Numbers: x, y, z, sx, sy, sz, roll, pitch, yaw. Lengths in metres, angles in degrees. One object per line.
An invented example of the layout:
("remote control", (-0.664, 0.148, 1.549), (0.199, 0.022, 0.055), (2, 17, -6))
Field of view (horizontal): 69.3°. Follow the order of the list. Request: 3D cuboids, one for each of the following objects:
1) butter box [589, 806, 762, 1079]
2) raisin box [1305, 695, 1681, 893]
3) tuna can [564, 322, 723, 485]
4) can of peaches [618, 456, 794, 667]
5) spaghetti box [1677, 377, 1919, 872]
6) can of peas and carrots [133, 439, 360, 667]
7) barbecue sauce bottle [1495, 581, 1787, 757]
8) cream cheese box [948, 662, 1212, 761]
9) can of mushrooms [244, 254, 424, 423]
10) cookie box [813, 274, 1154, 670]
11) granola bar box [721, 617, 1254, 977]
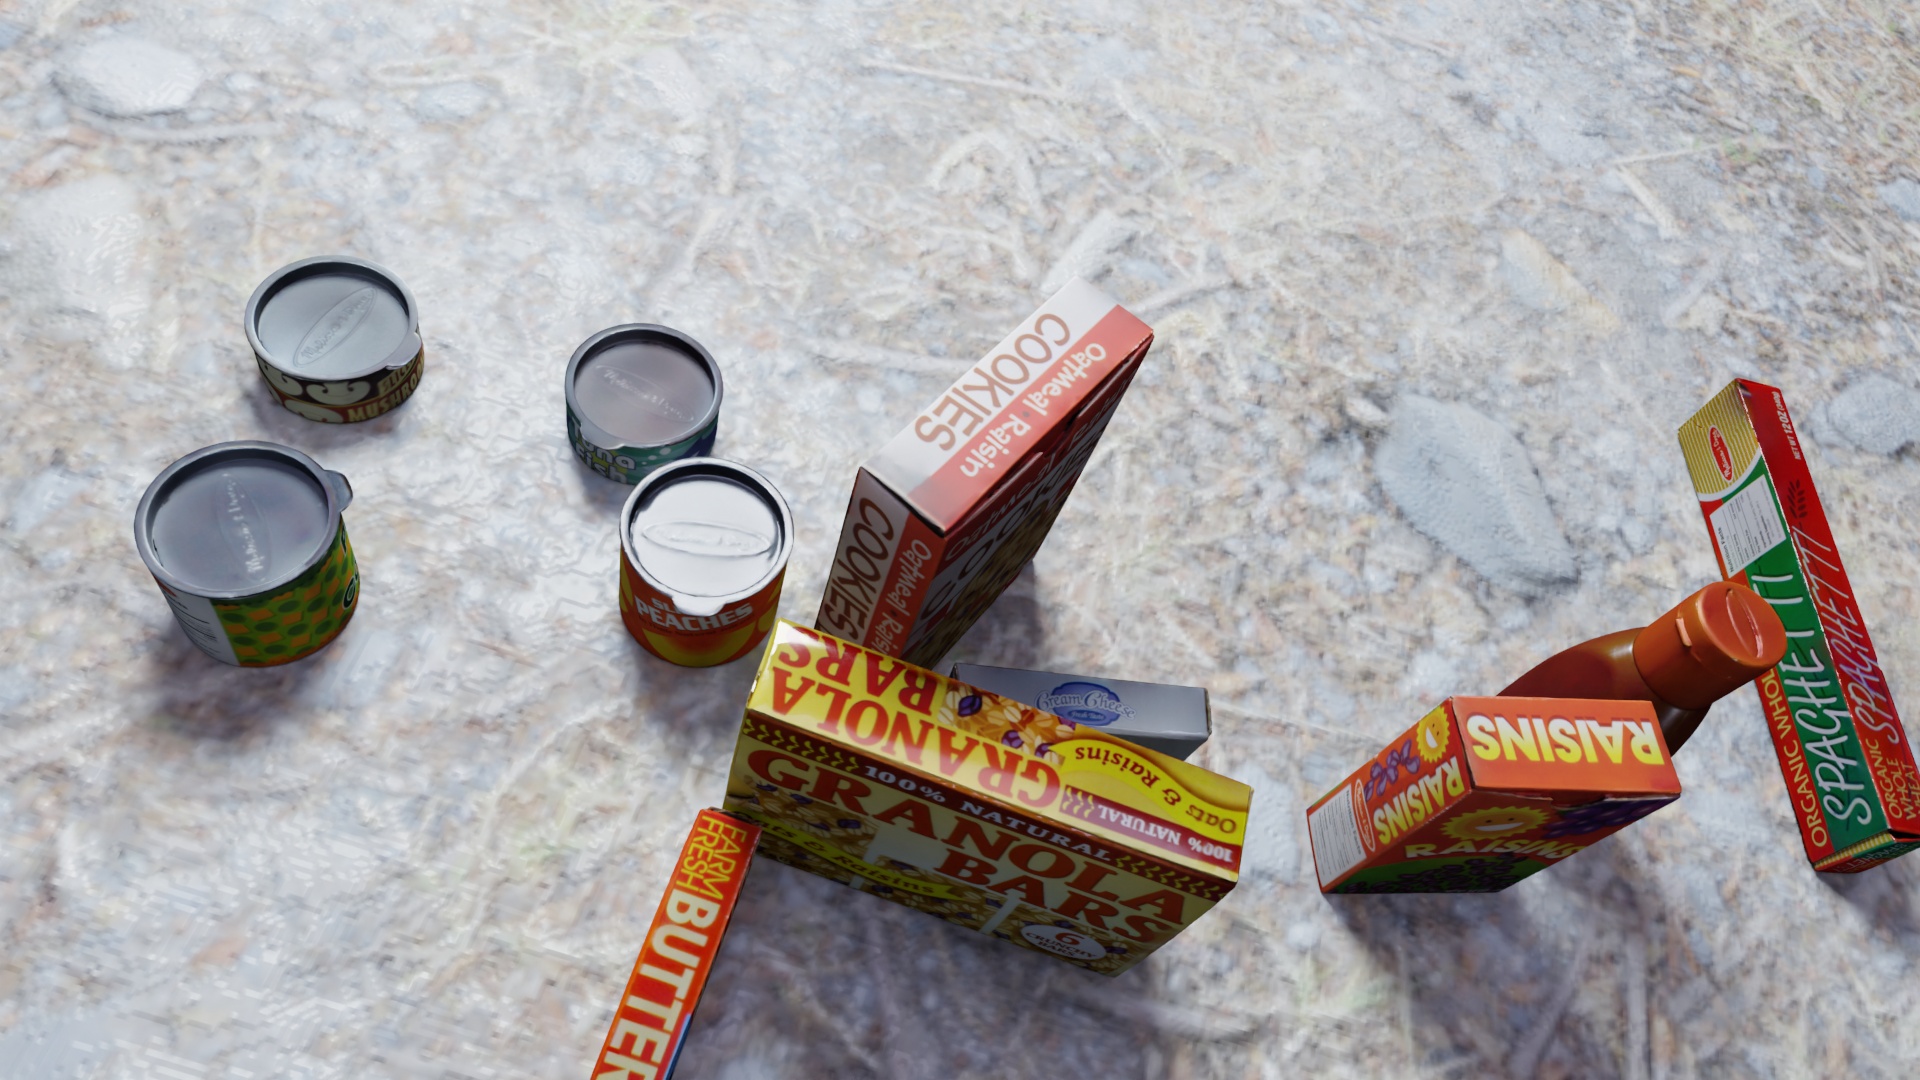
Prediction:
("butter box", (-0.098, 0.148, 0.474), (0.024, 0.052, 0.104), (20, 56, -2))
("raisin box", (0.200, 0.102, 0.539), (0.086, 0.122, 0.040), (4, 59, -13))
("tuna can", (-0.138, -0.057, 0.601), (0.071, 0.032, 0.071), (7, 58, -11))
("can of peaches", (-0.103, 0.012, 0.553), (0.071, 0.057, 0.071), (7, 58, -11))
("spaghetti box", (0.407, 0.035, 0.678), (0.029, 0.050, 0.251), (8, 58, -10))
("can of peas and carrots", (-0.259, 0.005, 0.515), (0.071, 0.058, 0.071), (7, 58, -11))
("barbecue sauce bottle", (0.266, 0.067, 0.563), (0.044, 0.147, 0.065), (4, 59, -12))
("cream cheese box", (0.042, 0.075, 0.555), (0.104, 0.053, 0.024), (7, 58, -11))
("can of mushrooms", (-0.260, -0.083, 0.584), (0.071, 0.033, 0.071), (7, 58, -11))
("cookie box", (0.002, -0.007, 0.527), (0.040, 0.166, 0.123), (39, 58, 10))
("granola bar box", (0.001, 0.097, 0.489), (0.165, 0.123, 0.039), (20, 57, -2))
